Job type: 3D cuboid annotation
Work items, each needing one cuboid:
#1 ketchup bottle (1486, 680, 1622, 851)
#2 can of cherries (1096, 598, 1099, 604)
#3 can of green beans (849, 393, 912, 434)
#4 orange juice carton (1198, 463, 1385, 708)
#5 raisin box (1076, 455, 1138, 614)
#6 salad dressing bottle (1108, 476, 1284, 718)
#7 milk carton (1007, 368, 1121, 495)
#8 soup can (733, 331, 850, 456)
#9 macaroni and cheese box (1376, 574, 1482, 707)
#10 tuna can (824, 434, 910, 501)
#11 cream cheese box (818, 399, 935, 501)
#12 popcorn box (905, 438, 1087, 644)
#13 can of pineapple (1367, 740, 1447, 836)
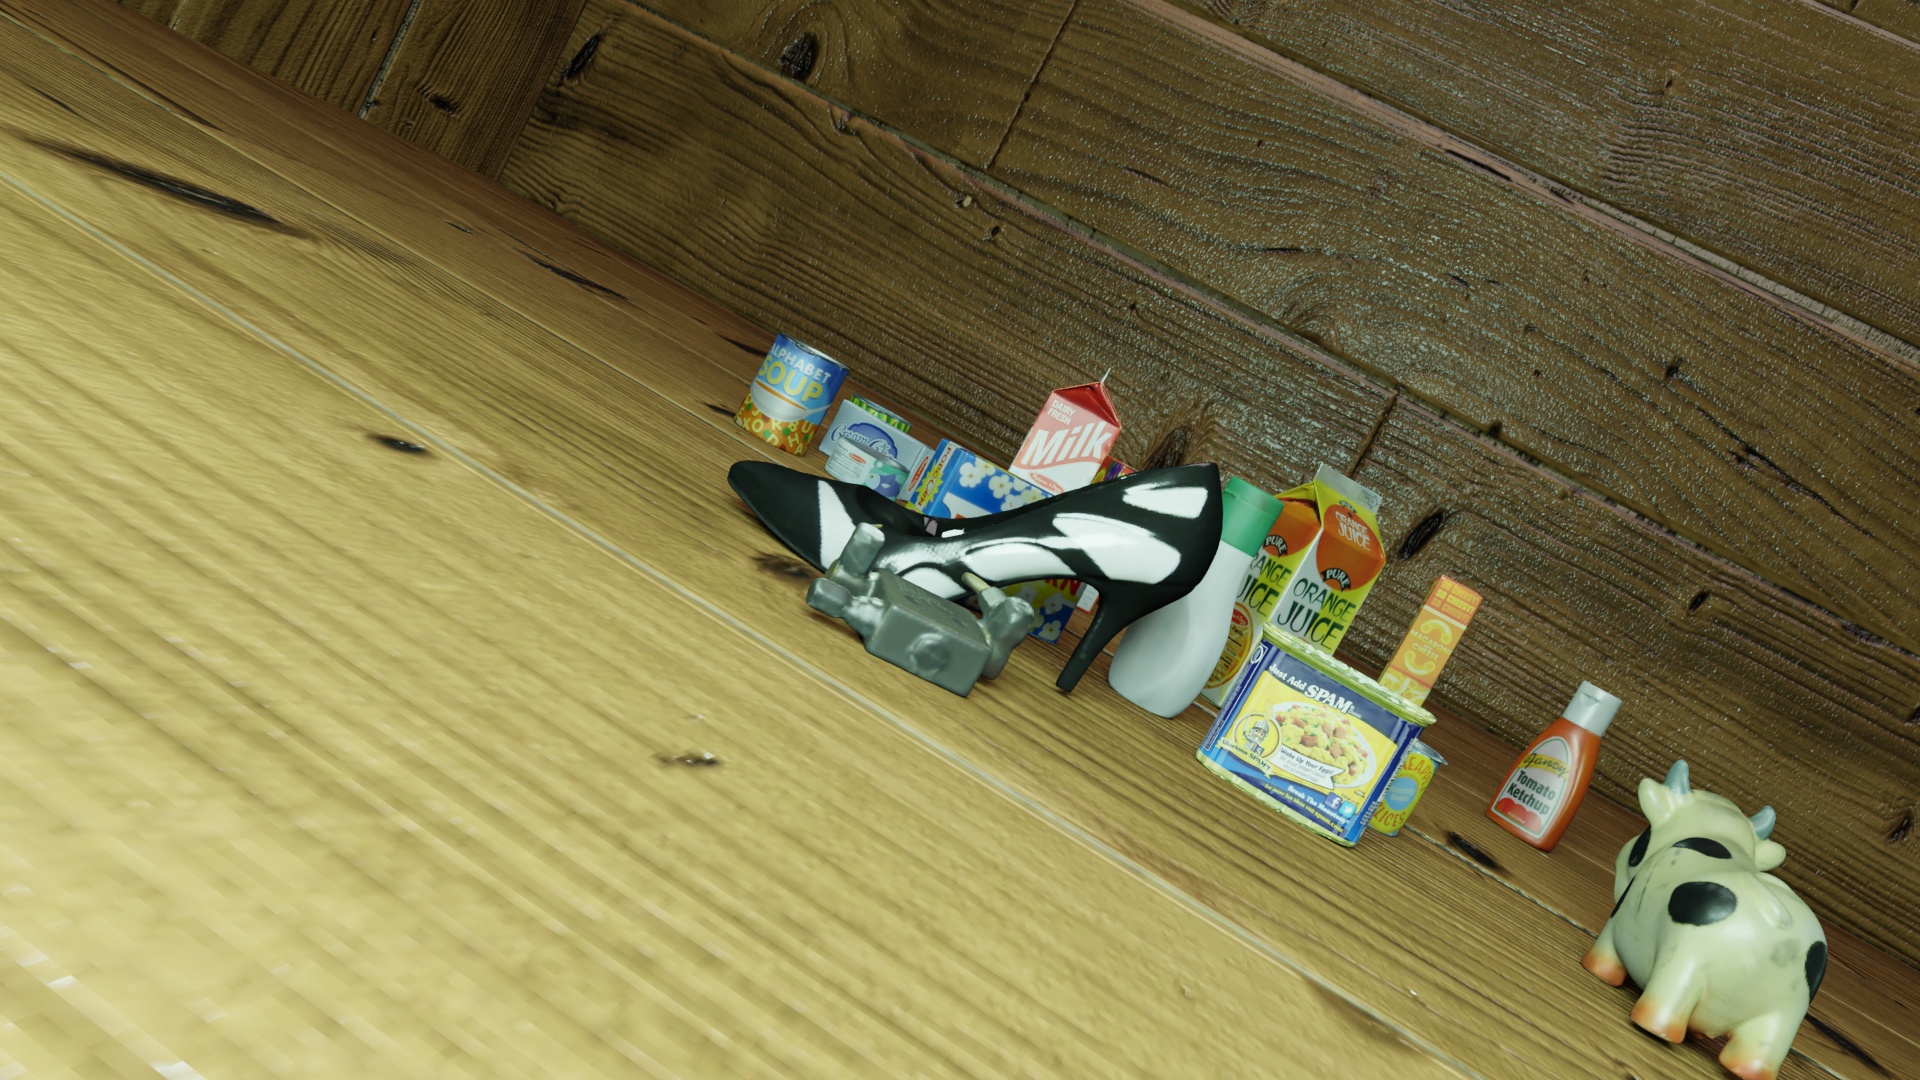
[{"bbox_3d":[0.529,0.196,1.225,0.043,0.148,0.065,24,7,-43],"label":"ketchup bottle"},{"bbox_3d":[0.124,0.022,1.278,0.071,0.058,0.071,28,6,-3],"label":"can of cherries"},{"bbox_3d":[-0.089,-0.102,1.349,0.071,0.057,0.071,28,6,-3],"label":"can of green beans"},{"bbox_3d":[0.244,0.039,1.032,0.072,0.192,0.073,26,6,-29],"label":"orange juice carton"},{"bbox_3d":[0.116,-0.007,1.168,0.040,0.123,0.086,28,6,-7],"label":"raisin box"},{"bbox_3d":[0.144,0.034,0.839,0.044,0.147,0.064,25,6,-33],"label":"salad dressing bottle"},{"bbox_3d":[0.088,-0.072,1.260,0.073,0.190,0.072,29,5,0],"label":"milk carton"},{"bbox_3d":[-0.140,-0.120,1.141,0.071,0.083,0.071,28,6,-3],"label":"soup can"},{"bbox_3d":[0.376,0.111,1.161,0.040,0.166,0.124,30,6,16],"label":"macaroni and cheese box"},{"bbox_3d":[-0.076,-0.058,1.155,0.071,0.033,0.071,28,6,-3],"label":"tuna can"},{"bbox_3d":[-0.076,-0.081,1.251,0.104,0.053,0.024,32,6,30],"label":"cream cheese box"},{"bbox_3d":[0.025,0.002,0.861,0.126,0.085,0.038,25,6,-30],"label":"popcorn box"},{"bbox_3d":[0.258,0.144,0.867,0.071,0.058,0.071,28,6,-3],"label":"can of pineapple"}]
